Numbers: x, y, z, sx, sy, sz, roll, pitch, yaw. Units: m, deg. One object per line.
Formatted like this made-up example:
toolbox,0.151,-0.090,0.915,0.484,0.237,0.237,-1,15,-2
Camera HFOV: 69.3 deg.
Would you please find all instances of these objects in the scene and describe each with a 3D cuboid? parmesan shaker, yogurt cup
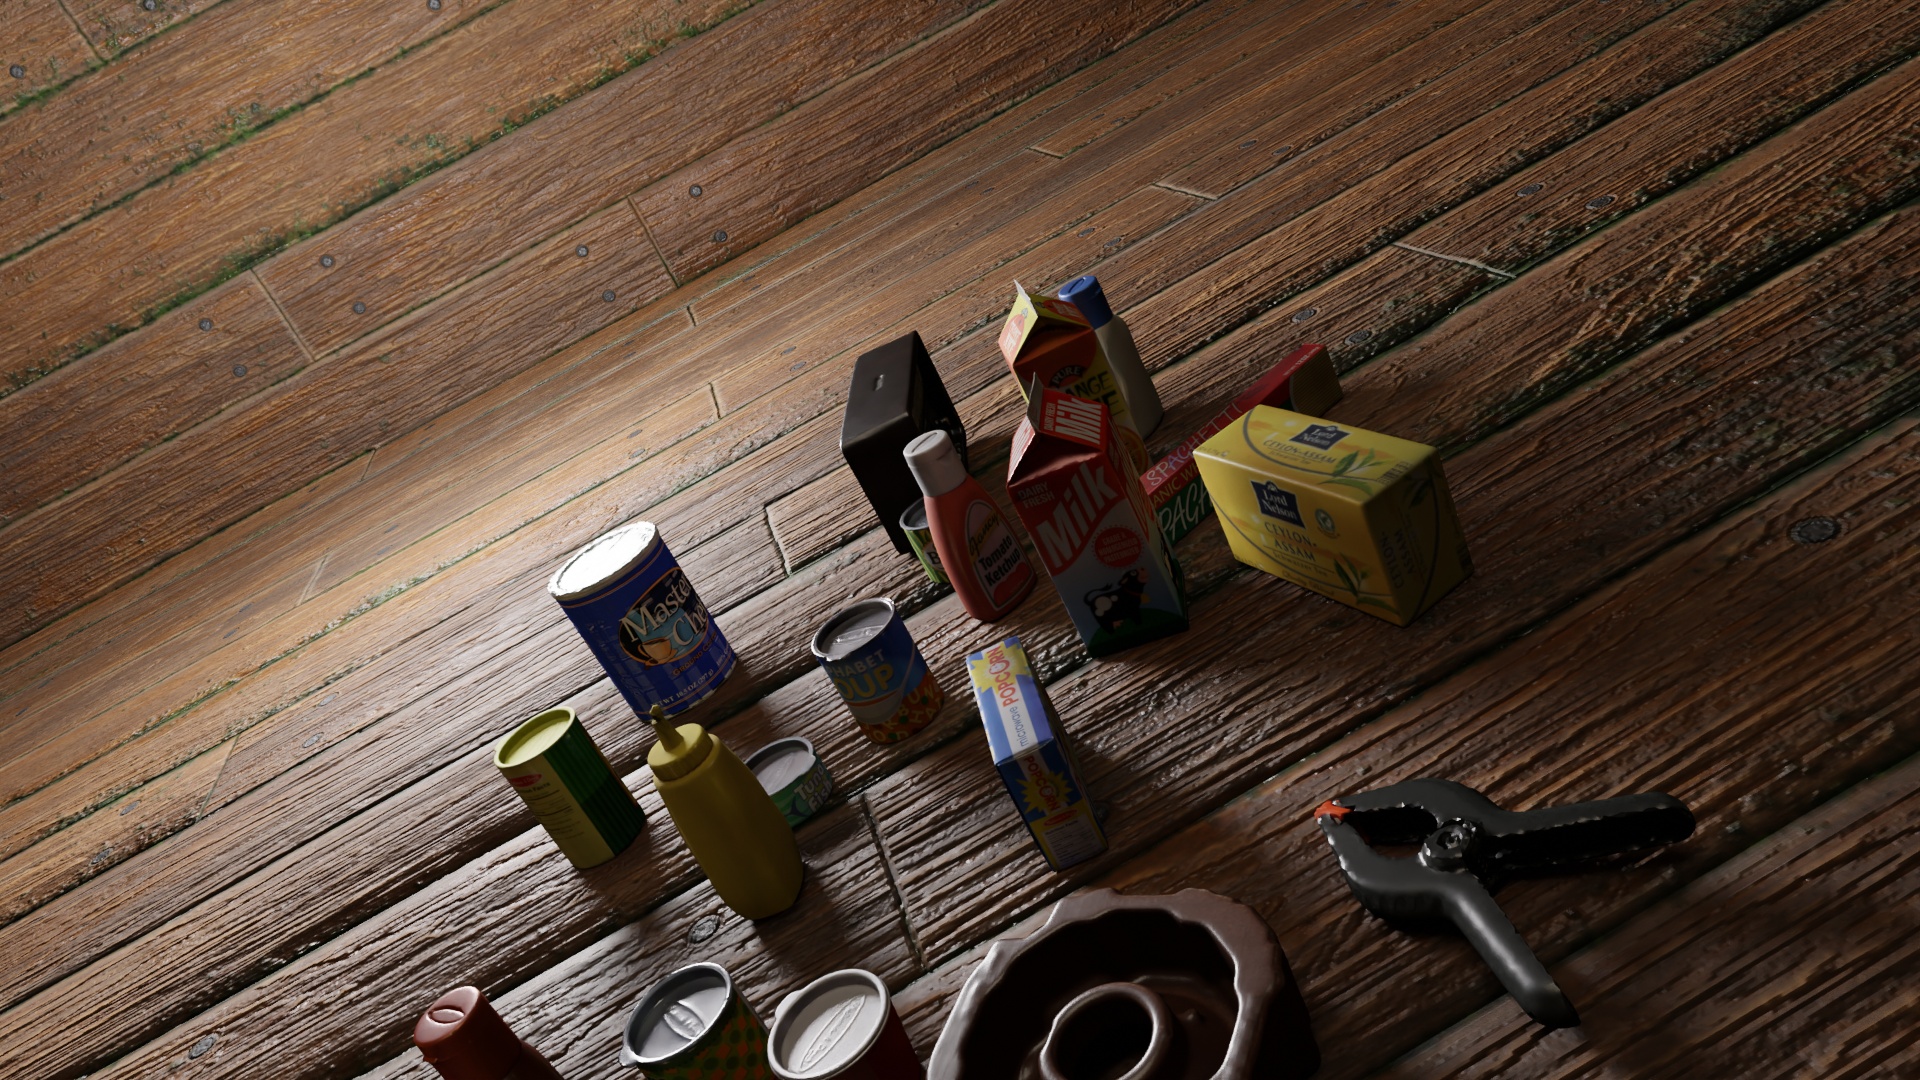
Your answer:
parmesan shaker,-0.290,0.184,1.030,0.071,0.102,0.071,-23,25,11
yogurt cup,-0.056,0.261,0.701,0.072,0.053,0.073,-22,25,11

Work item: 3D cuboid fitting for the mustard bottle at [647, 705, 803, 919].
mustard bottle,-0.153,0.162,0.864,0.049,0.159,0.065,-23,25,11

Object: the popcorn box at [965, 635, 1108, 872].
popcorn box,0.044,0.124,0.829,0.038,0.085,0.127,-26,24,4

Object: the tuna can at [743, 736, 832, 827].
tuna can,-0.123,0.171,0.971,0.071,0.032,0.071,-22,25,11

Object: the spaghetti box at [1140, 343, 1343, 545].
spaghetti box,0.206,-0.068,1.082,0.251,0.050,0.028,-39,26,-23

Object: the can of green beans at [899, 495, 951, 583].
can of green beans,-0.009,-0.005,1.169,0.071,0.057,0.071,-22,25,11

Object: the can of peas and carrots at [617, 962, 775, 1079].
can of peas and carrots,-0.141,0.276,0.752,0.071,0.058,0.071,-22,25,11

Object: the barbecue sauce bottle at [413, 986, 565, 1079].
barbecue sauce bottle,-0.217,0.288,0.698,0.065,0.148,0.044,-8,31,37

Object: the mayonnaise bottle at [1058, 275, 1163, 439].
mayonnaise bottle,0.131,-0.159,1.219,0.041,0.147,0.065,-8,31,37

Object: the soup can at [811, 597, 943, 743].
soup can,-0.059,0.095,0.992,0.071,0.083,0.071,-23,25,11

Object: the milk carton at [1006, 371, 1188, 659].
milk carton,0.086,-0.021,0.942,0.073,0.190,0.073,-20,25,17

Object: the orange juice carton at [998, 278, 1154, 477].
orange juice carton,0.089,-0.122,1.133,0.073,0.192,0.072,-26,24,4

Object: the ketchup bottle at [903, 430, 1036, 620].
ketchup bottle,0.004,-0.013,1.062,0.043,0.148,0.065,3,39,49
